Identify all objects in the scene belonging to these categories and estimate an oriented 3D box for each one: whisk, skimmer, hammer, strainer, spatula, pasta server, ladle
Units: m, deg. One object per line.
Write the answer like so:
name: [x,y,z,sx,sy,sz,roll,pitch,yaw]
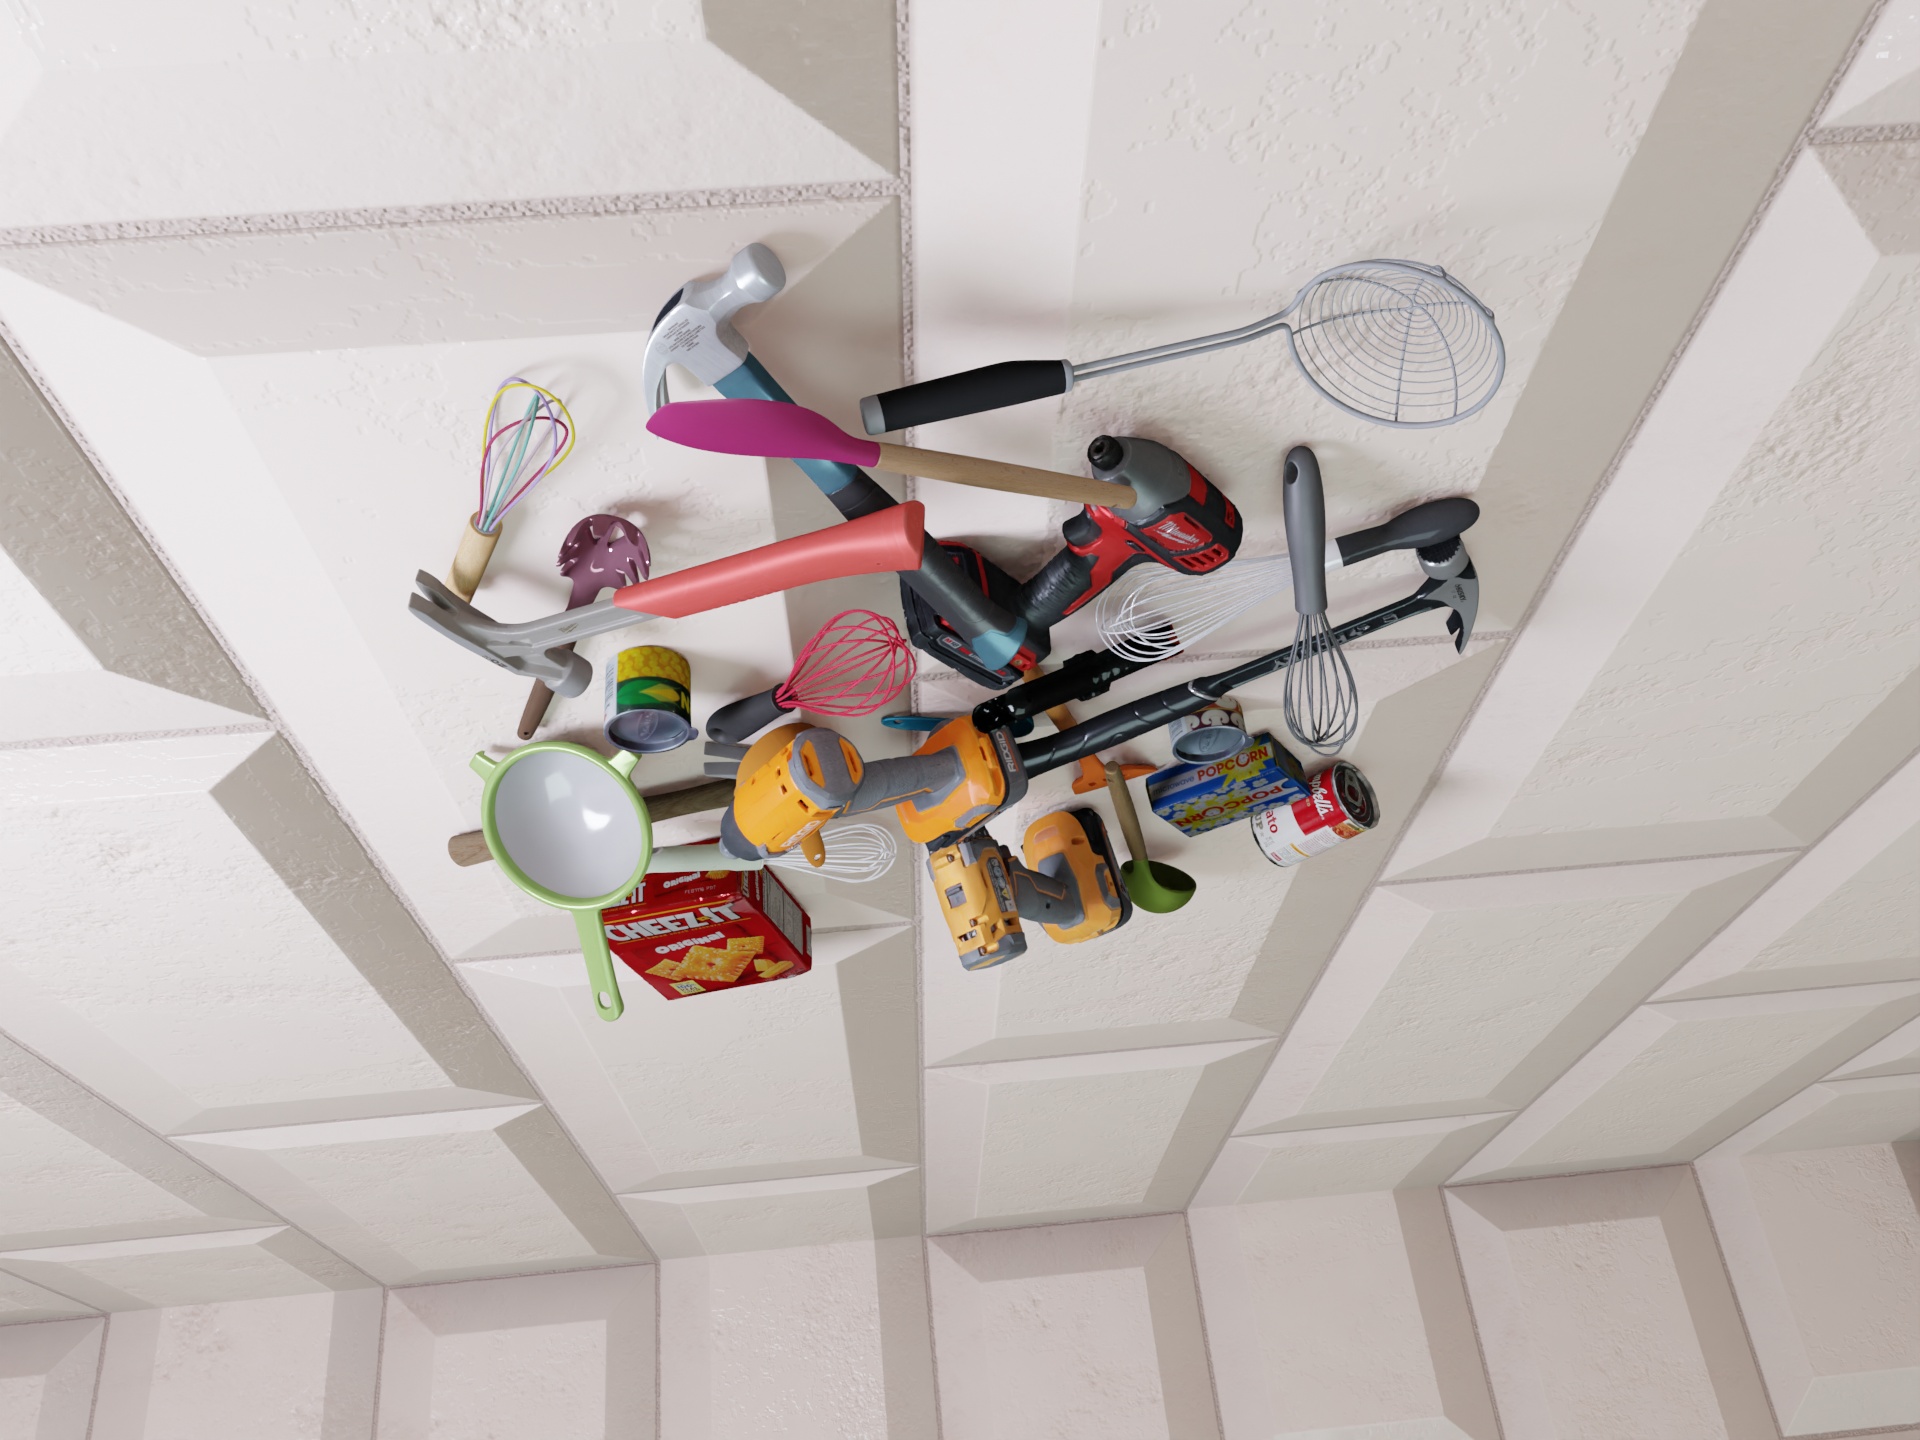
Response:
whisk: [0.249,-0.080,1.121,0.055,0.055,0.238,-9,118,5]
whisk: [-0.122,-0.020,1.189,0.073,0.073,0.296,14,161,-31]
skimmer: [0.127,-0.191,0.918,0.363,0.090,0.127,-13,151,-7]
hammer: [0.215,-0.031,1.270,0.409,0.036,0.149,-23,148,17]
whisk: [0.235,-0.110,1.155,0.284,0.070,0.070,-18,148,9]
hammer: [-0.298,0.083,1.403,0.331,0.031,0.129,-12,150,10]
strainer: [-0.309,0.127,1.341,0.151,0.069,0.256,-3,110,15]
spatula: [0.086,-0.005,1.336,0.081,0.041,0.322,-18,144,16]
hammer: [-0.180,-0.086,1.015,0.359,0.037,0.149,-12,150,31]
whisk: [-0.176,0.125,1.460,0.246,0.058,0.059,-1,108,-18]
pasta server: [-0.287,-0.058,1.157,0.060,0.040,0.316,13,146,-21]
ladle: [0.169,0.105,1.489,0.078,0.062,0.319,20,159,24]
hammer: [-0.064,-0.140,0.983,0.128,0.033,0.330,-25,130,29]
whisk: [-0.296,-0.135,1.019,0.047,0.051,0.245,4,152,-28]

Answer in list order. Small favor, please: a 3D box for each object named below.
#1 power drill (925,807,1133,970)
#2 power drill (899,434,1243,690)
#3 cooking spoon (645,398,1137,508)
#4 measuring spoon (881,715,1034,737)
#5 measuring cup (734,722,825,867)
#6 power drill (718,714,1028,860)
power drill: [0.050,0.124,1.441,0.084,0.185,0.226,-28,163,32]
power drill: [0.070,-0.115,1.094,0.219,0.079,0.143,-28,144,28]
cooking spoon: [-0.027,-0.151,0.927,0.318,0.017,0.069,4,164,-31]
measuring spoon: [-0.002,-0.004,1.331,0.128,0.021,0.042,2,151,4]
measuring cup: [-0.128,0.081,1.349,0.095,0.052,0.173,-31,136,-17]
power drill: [-0.077,0.062,1.257,0.226,0.084,0.164,-3,156,-41]
